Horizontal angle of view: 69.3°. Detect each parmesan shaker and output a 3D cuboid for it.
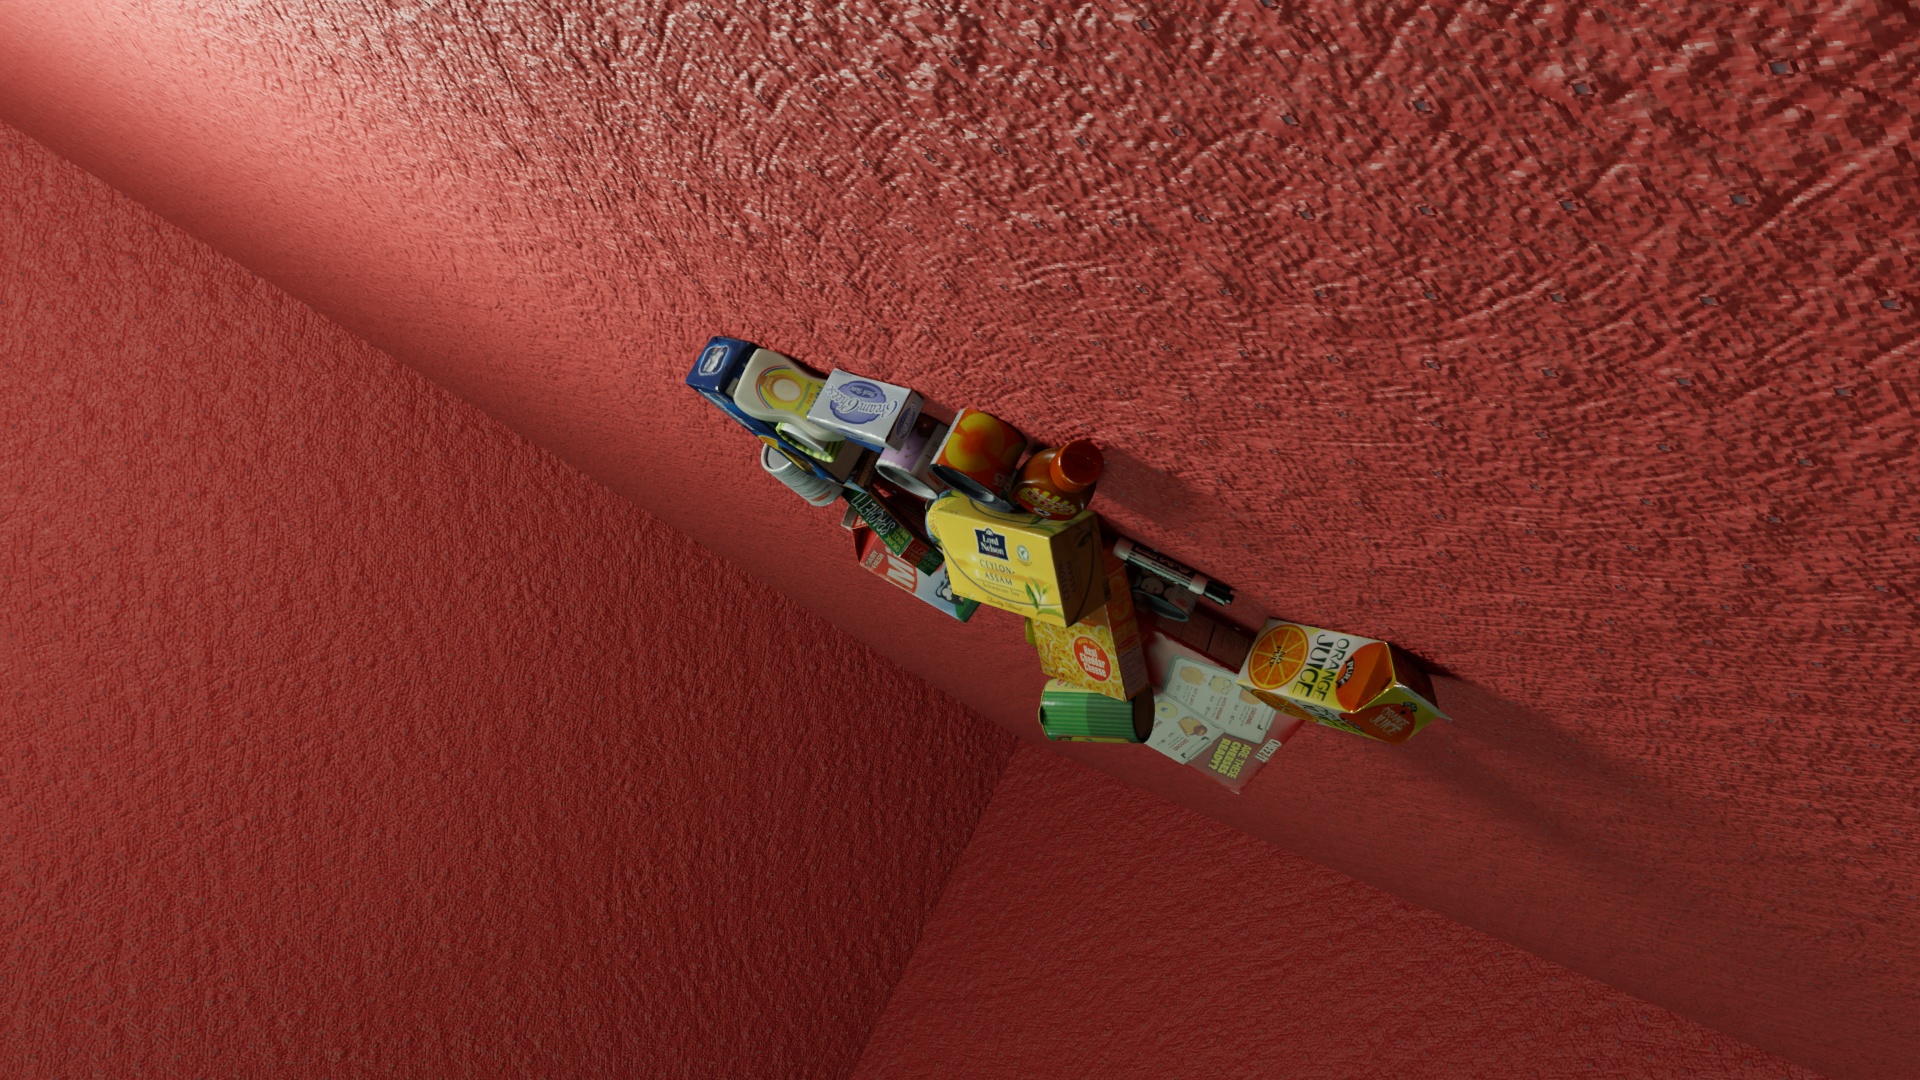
[{"bbox_3d":[0.142,0.177,1.441,0.103,0.071,0.071,-2,155,28],"label":"parmesan shaker"}]

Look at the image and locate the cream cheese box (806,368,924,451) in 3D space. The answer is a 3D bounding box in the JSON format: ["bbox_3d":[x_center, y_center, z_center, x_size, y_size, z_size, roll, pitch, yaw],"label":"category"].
[{"bbox_3d":[-0.085,-0.117,1.234,0.104,0.053,0.024,19,168,38],"label":"cream cheese box"}]

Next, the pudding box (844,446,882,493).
[{"bbox_3d":[-0.123,-0.085,1.496,0.084,0.050,0.030,18,167,44],"label":"pudding box"}]

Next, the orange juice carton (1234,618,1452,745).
[{"bbox_3d":[0.351,0.130,1.263,0.071,0.073,0.192,34,167,-30],"label":"orange juice carton"}]

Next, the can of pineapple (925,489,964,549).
[{"bbox_3d":[0.005,-0.018,1.444,0.071,0.071,0.058,36,166,-37],"label":"can of pineapple"}]

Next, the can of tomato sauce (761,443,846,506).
[{"bbox_3d":[-0.176,-0.088,1.578,0.071,0.071,0.083,17,165,44],"label":"can of tomato sauce"}]

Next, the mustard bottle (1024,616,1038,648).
[{"bbox_3d":[0.107,0.091,1.740,0.049,0.065,0.159,20,162,13],"label":"mustard bottle"}]

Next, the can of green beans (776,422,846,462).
[{"bbox_3d":[-0.138,-0.117,1.355,0.071,0.058,0.071,27,170,6],"label":"can of green beans"}]

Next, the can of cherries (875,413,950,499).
[{"bbox_3d":[-0.039,-0.079,1.284,0.071,0.058,0.071,26,170,5],"label":"can of cherries"}]

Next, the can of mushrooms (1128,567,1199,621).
[{"bbox_3d":[0.200,0.050,1.372,0.071,0.033,0.071,26,170,5],"label":"can of mushrooms"}]

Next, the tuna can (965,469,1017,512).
[{"bbox_3d":[0.027,-0.055,1.303,0.071,0.033,0.071,27,170,5],"label":"tuna can"}]

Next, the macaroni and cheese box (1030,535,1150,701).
[{"bbox_3d":[0.121,0.069,1.403,0.124,0.040,0.165,14,126,49],"label":"macaroni and cheese box"}]

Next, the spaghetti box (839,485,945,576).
[{"bbox_3d":[-0.088,-0.028,1.549,0.050,0.028,0.251,34,-175,-32],"label":"spaghetti box"}]

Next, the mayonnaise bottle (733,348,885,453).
[{"bbox_3d":[-0.134,-0.126,1.300,0.148,0.065,0.041,23,171,7],"label":"mayonnaise bottle"}]

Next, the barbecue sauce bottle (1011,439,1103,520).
[{"bbox_3d":[0.084,-0.051,1.146,0.065,0.044,0.148,24,170,-4],"label":"barbecue sauce bottle"}]

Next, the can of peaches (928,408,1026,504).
[{"bbox_3d":[0.017,-0.071,1.182,0.071,0.058,0.071,26,169,6],"label":"can of peaches"}]

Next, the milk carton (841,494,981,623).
[{"bbox_3d":[-0.053,0.012,1.656,0.190,0.073,0.073,30,-155,-9],"label":"milk carton"}]
